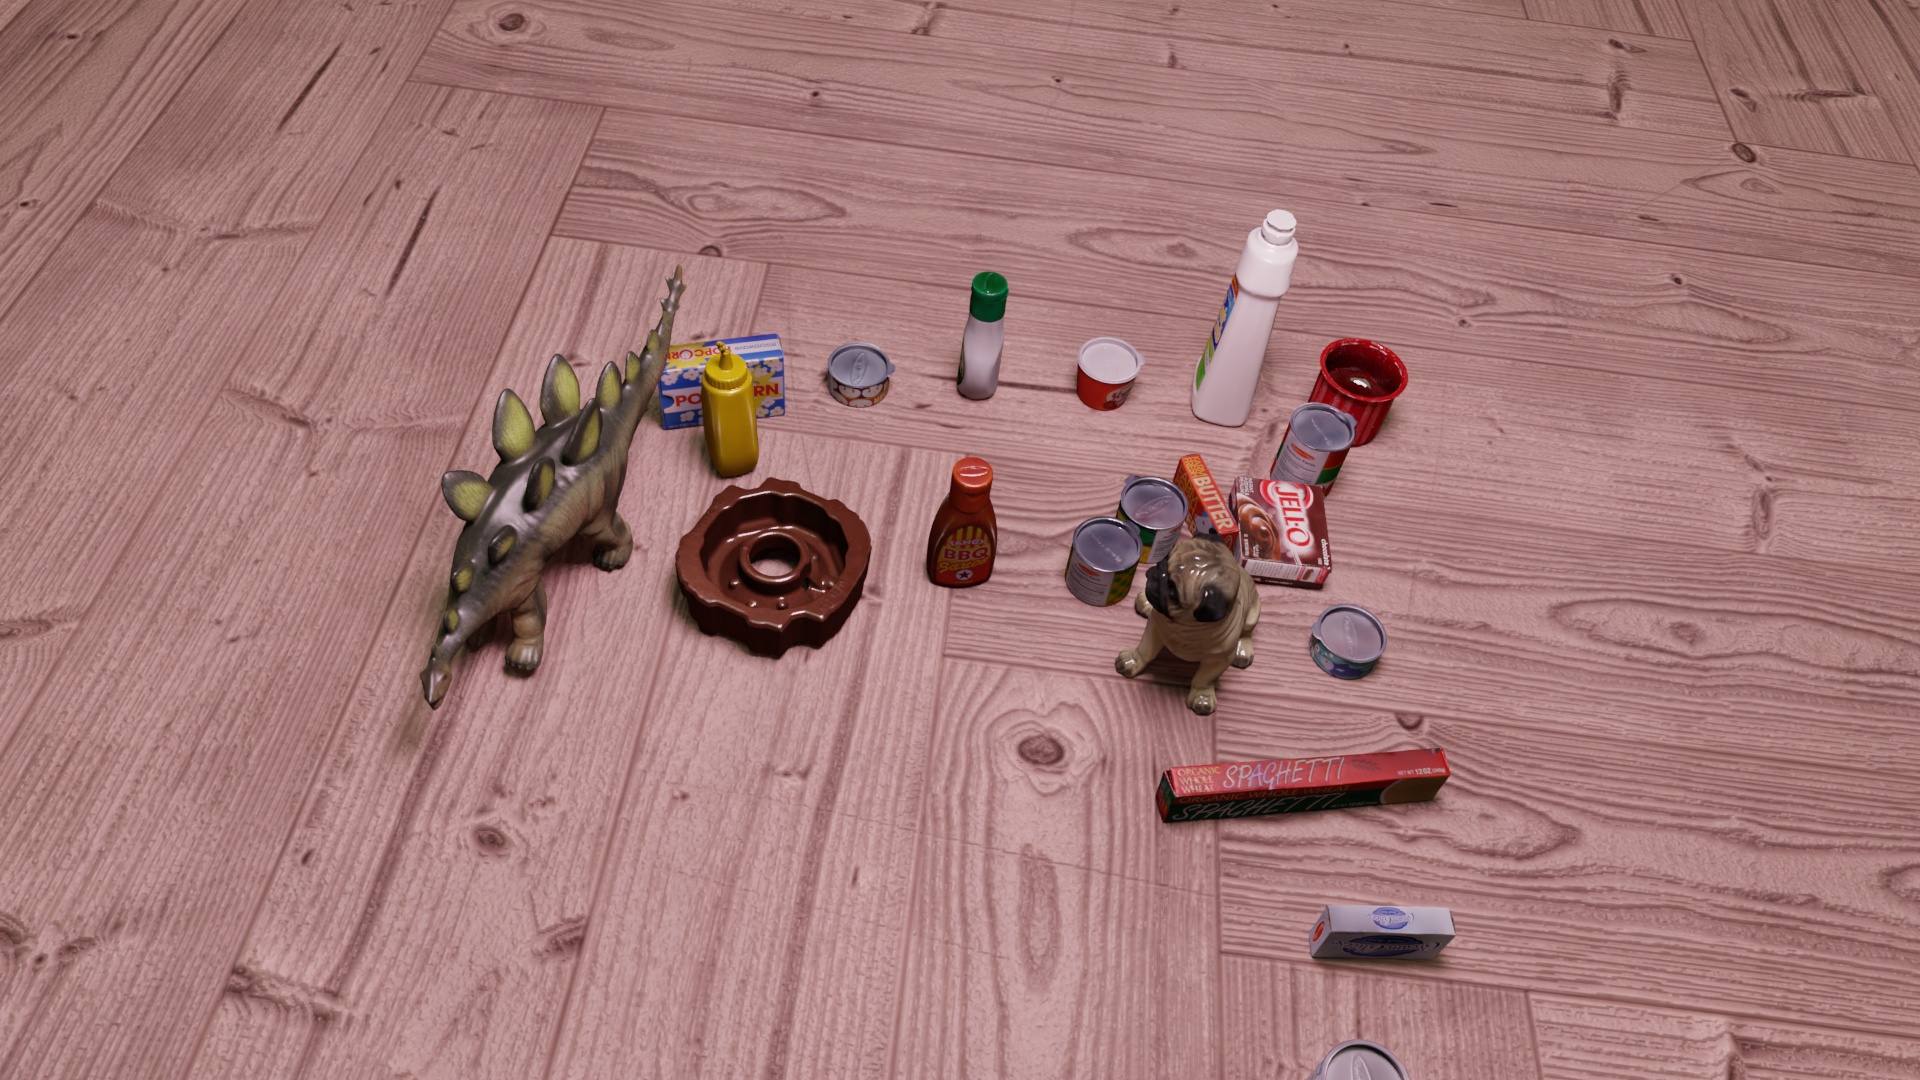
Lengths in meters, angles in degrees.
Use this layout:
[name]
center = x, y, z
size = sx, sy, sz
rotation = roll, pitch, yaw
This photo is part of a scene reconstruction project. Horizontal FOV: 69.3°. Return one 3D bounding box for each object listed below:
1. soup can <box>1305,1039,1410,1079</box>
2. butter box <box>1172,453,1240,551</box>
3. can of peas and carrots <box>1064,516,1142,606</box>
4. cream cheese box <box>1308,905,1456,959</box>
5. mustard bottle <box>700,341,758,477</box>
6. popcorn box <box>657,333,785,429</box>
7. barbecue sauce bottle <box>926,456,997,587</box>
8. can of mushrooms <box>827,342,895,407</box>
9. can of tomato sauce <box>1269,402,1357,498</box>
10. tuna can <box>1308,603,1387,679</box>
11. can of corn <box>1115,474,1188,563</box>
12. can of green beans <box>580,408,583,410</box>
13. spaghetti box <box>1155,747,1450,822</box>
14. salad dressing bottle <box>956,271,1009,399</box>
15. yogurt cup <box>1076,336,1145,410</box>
[soup can]
center = 0.281, 0.410, 1.012
size = 0.071, 0.083, 0.072
rotation = 3, 52, -4
[butter box]
center = 0.241, -0.031, 1.376
size = 0.024, 0.052, 0.104
rotation = -10, 54, -14
[can of peas and carrots]
center = 0.137, 0.019, 1.321
size = 0.071, 0.058, 0.071
rotation = 3, 52, -4
[cream cheese box]
center = 0.337, 0.314, 1.113
size = 0.104, 0.053, 0.024
rotation = 2, 52, -4
[mustard bottle]
center = -0.222, -0.131, 1.334
size = 0.049, 0.159, 0.065
rotation = -16, 55, -18
[popcorn box]
center = -0.242, -0.160, 1.403
size = 0.127, 0.084, 0.038
rotation = -9, 53, -13
[barbecue sauce bottle]
center = 0.005, -0.016, 1.276
size = 0.065, 0.147, 0.044
rotation = -3, 52, -9
[can of mushrooms]
center = -0.105, -0.174, 1.462
size = 0.071, 0.033, 0.071
rotation = 3, 52, -4
[can of tomato sauce]
center = 0.359, -0.089, 1.416
size = 0.071, 0.082, 0.071
rotation = 3, 52, -4
[tuna can]
center = 0.360, 0.095, 1.302
size = 0.071, 0.032, 0.071
rotation = 3, 52, -4
[can of corn]
center = 0.183, -0.021, 1.358
size = 0.071, 0.058, 0.071
rotation = 3, 52, -4
[can of green beans]
center = -0.365, -0.084, 1.346
size = 0.071, 0.057, 0.071
rotation = 3, 52, -4
[spaghetti box]
center = 0.293, 0.210, 1.193
size = 0.250, 0.049, 0.029
rotation = -3, 52, -9
[salad dressing bottle]
center = 0.024, -0.211, 1.433
size = 0.044, 0.146, 0.064
rotation = 10, 52, 2
[yogurt cup]
center = 0.155, -0.176, 1.480
size = 0.072, 0.053, 0.073
rotation = 3, 52, -4
